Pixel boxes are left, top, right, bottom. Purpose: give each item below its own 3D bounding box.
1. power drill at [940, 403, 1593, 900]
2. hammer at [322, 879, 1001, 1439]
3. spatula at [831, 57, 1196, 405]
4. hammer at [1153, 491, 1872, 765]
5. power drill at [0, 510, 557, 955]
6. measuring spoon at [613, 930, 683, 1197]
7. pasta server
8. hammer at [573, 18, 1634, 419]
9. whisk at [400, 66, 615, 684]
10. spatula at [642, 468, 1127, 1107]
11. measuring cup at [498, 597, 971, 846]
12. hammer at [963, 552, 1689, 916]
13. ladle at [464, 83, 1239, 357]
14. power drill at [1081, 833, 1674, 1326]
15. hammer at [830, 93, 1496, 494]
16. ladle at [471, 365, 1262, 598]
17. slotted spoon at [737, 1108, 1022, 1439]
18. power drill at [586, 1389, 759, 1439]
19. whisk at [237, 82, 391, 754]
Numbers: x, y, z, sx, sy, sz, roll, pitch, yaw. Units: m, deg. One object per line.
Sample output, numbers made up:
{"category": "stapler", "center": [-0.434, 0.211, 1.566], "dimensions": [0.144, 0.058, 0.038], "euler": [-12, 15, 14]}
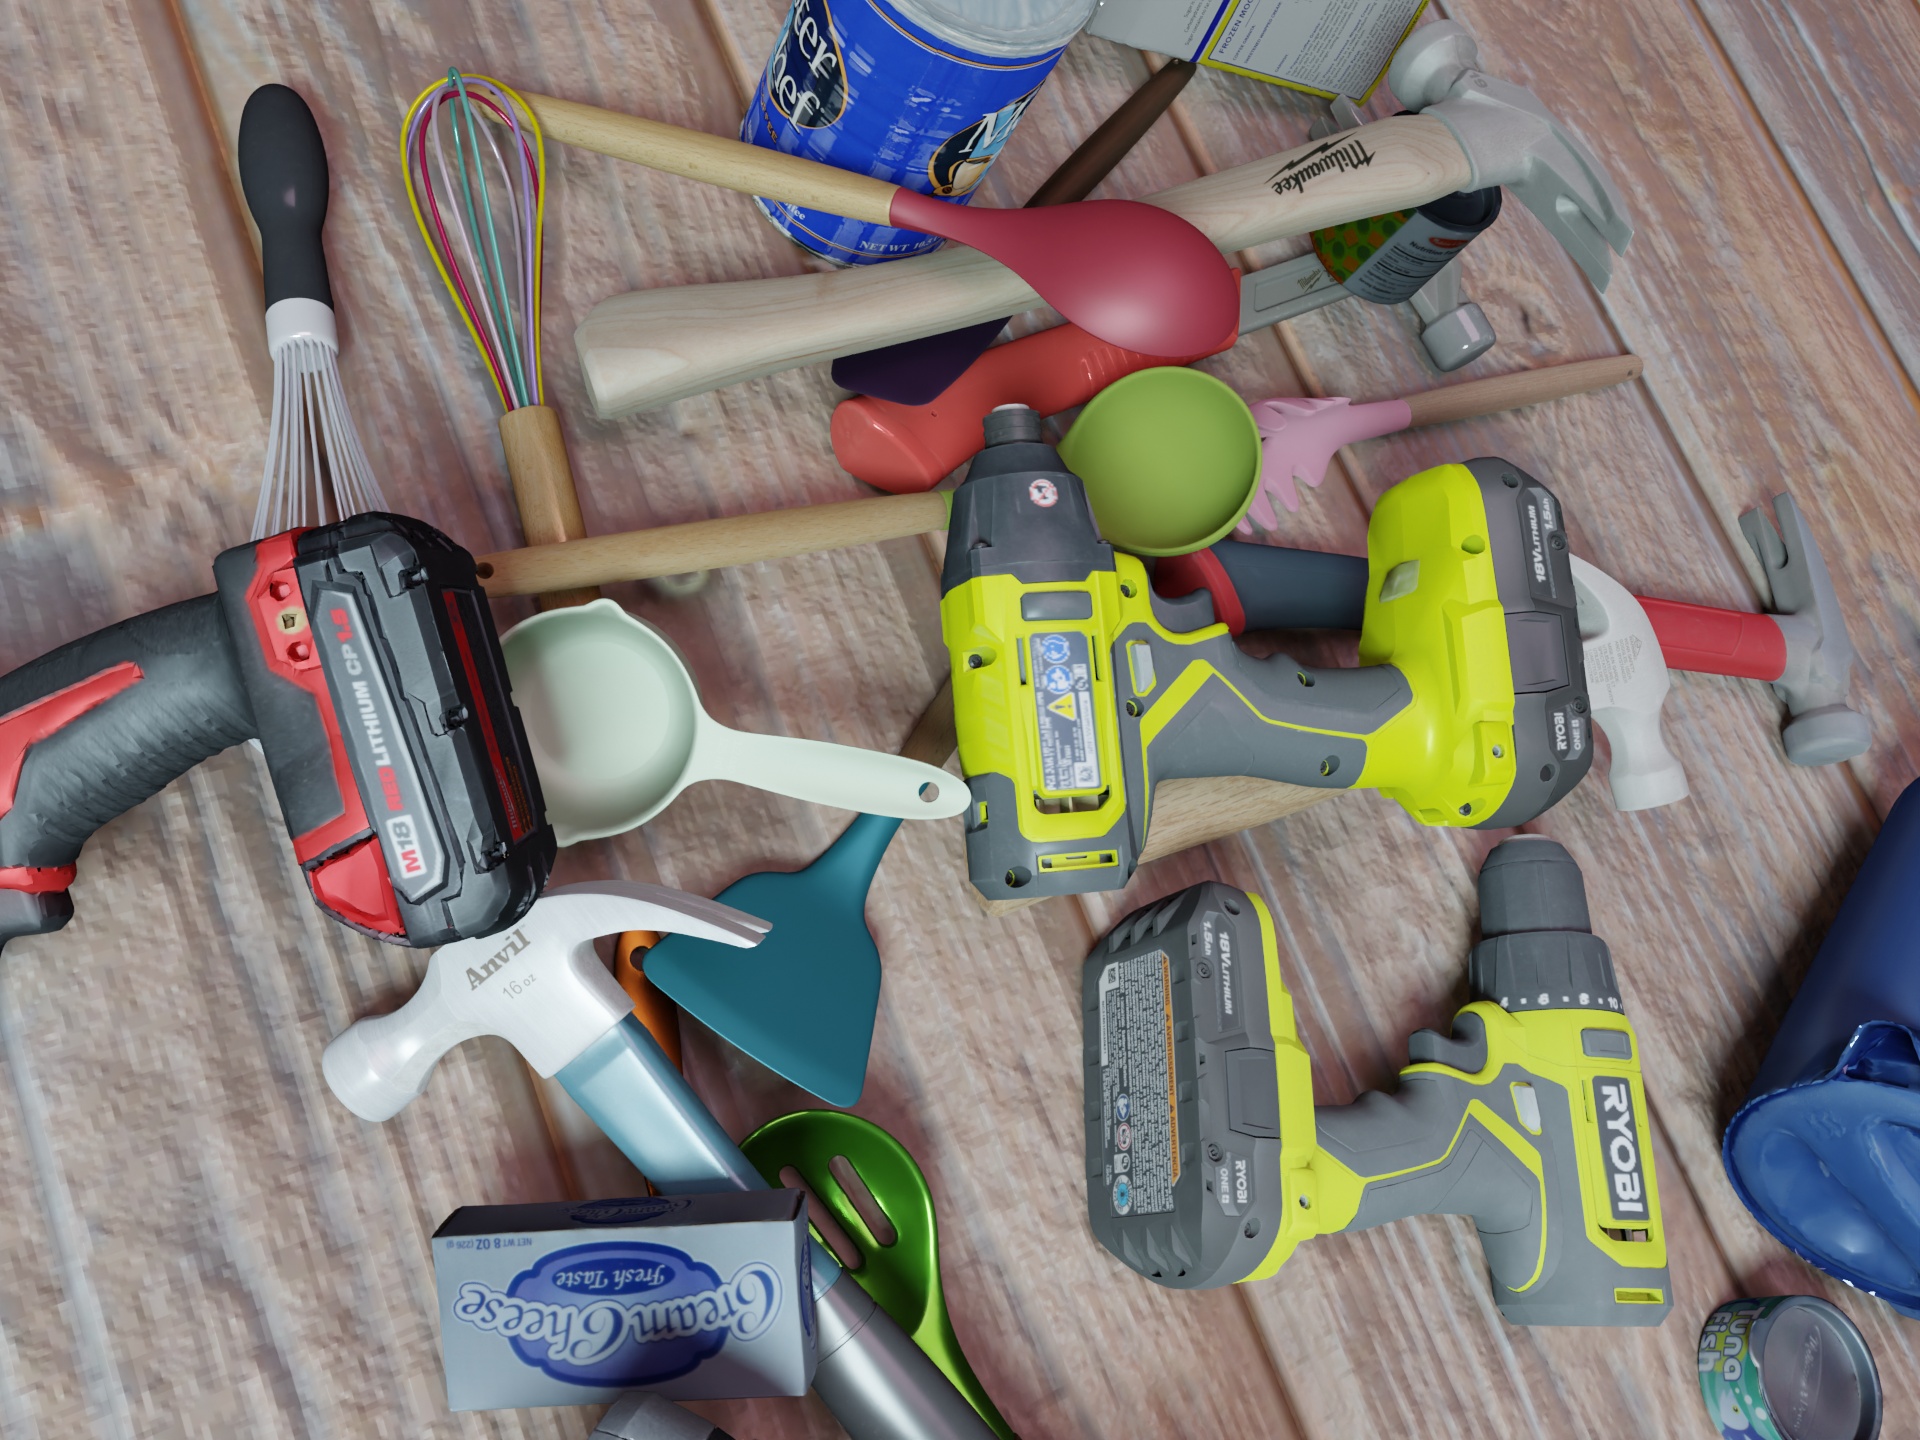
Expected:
{"category": "power drill", "center": [0.105, -0.030, 0.575], "dimensions": [0.223, 0.080, 0.171], "euler": [-3, 84, -16]}
{"category": "hammer", "center": [-0.039, 0.186, 0.482], "dimensions": [0.128, 0.033, 0.331], "euler": [-40, 92, 3]}
{"category": "spatula", "center": [0.037, -0.227, 0.701], "dimensions": [0.060, 0.018, 0.316], "euler": [20, 50, 21]}
{"category": "hammer", "center": [0.264, -0.063, 0.744], "dimensions": [0.386, 0.038, 0.143], "euler": [5, 67, -22]}
{"category": "power drill", "center": [-0.231, 0.031, 0.426], "dimensions": [0.219, 0.078, 0.143], "euler": [-15, 95, -4]}
{"category": "measuring spoon", "center": [-0.099, 0.121, 0.522], "dimensions": [0.021, 0.011, 0.117], "euler": [-2, 71, -25]}
{"category": "pasta server", "center": [0.235, -0.147, 0.765], "dimensions": [0.316, 0.060, 0.040], "euler": [-16, 46, -31]}
{"category": "hammer", "center": [0.058, -0.178, 0.621], "dimensions": [0.410, 0.038, 0.146], "euler": [-18, 59, -13]}
{"category": "whisk", "center": [-0.159, -0.131, 0.580], "dimensions": [0.047, 0.051, 0.245], "euler": [-8, 76, -33]}
{"category": "spatula", "center": [-0.001, -0.002, 0.597], "dimensions": [0.082, 0.044, 0.318], "euler": [35, 59, -2]}
{"category": "measuring cup", "center": [-0.079, 0.008, 0.536], "dimensions": [0.167, 0.038, 0.083], "euler": [12, 97, -7]}
{"category": "hammer", "center": [0.154, 0.011, 0.644], "dimensions": [0.331, 0.031, 0.130], "euler": [-16, 91, -21]}
{"category": "ladle", "center": [-0.047, -0.199, 0.596], "dimensions": [0.315, 0.031, 0.069], "euler": [18, 59, 12]}
{"category": "power drill", "center": [0.164, 0.128, 0.601], "dimensions": [0.228, 0.080, 0.191], "euler": [10, 67, -24]}
{"category": "hammer", "center": [0.092, -0.185, 0.716], "dimensions": [0.359, 0.036, 0.149], "euler": [-25, 82, -30]}
{"category": "ladle", "center": [-0.027, -0.079, 0.583], "dimensions": [0.320, 0.062, 0.078], "euler": [-12, 76, -27]}
{"category": "slotted spoon", "center": [0.025, 0.258, 0.514], "dimensions": [0.070, 0.031, 0.314], "euler": [-36, 89, -13]}
{"category": "power drill", "center": [-0.013, 0.284, 0.426], "dimensions": [0.226, 0.185, 0.084], "euler": [29, 59, 11]}
{"category": "whisk", "center": [-0.219, -0.103, 0.536], "dimensions": [0.070, 0.070, 0.285], "euler": [-4, 66, -26]}
